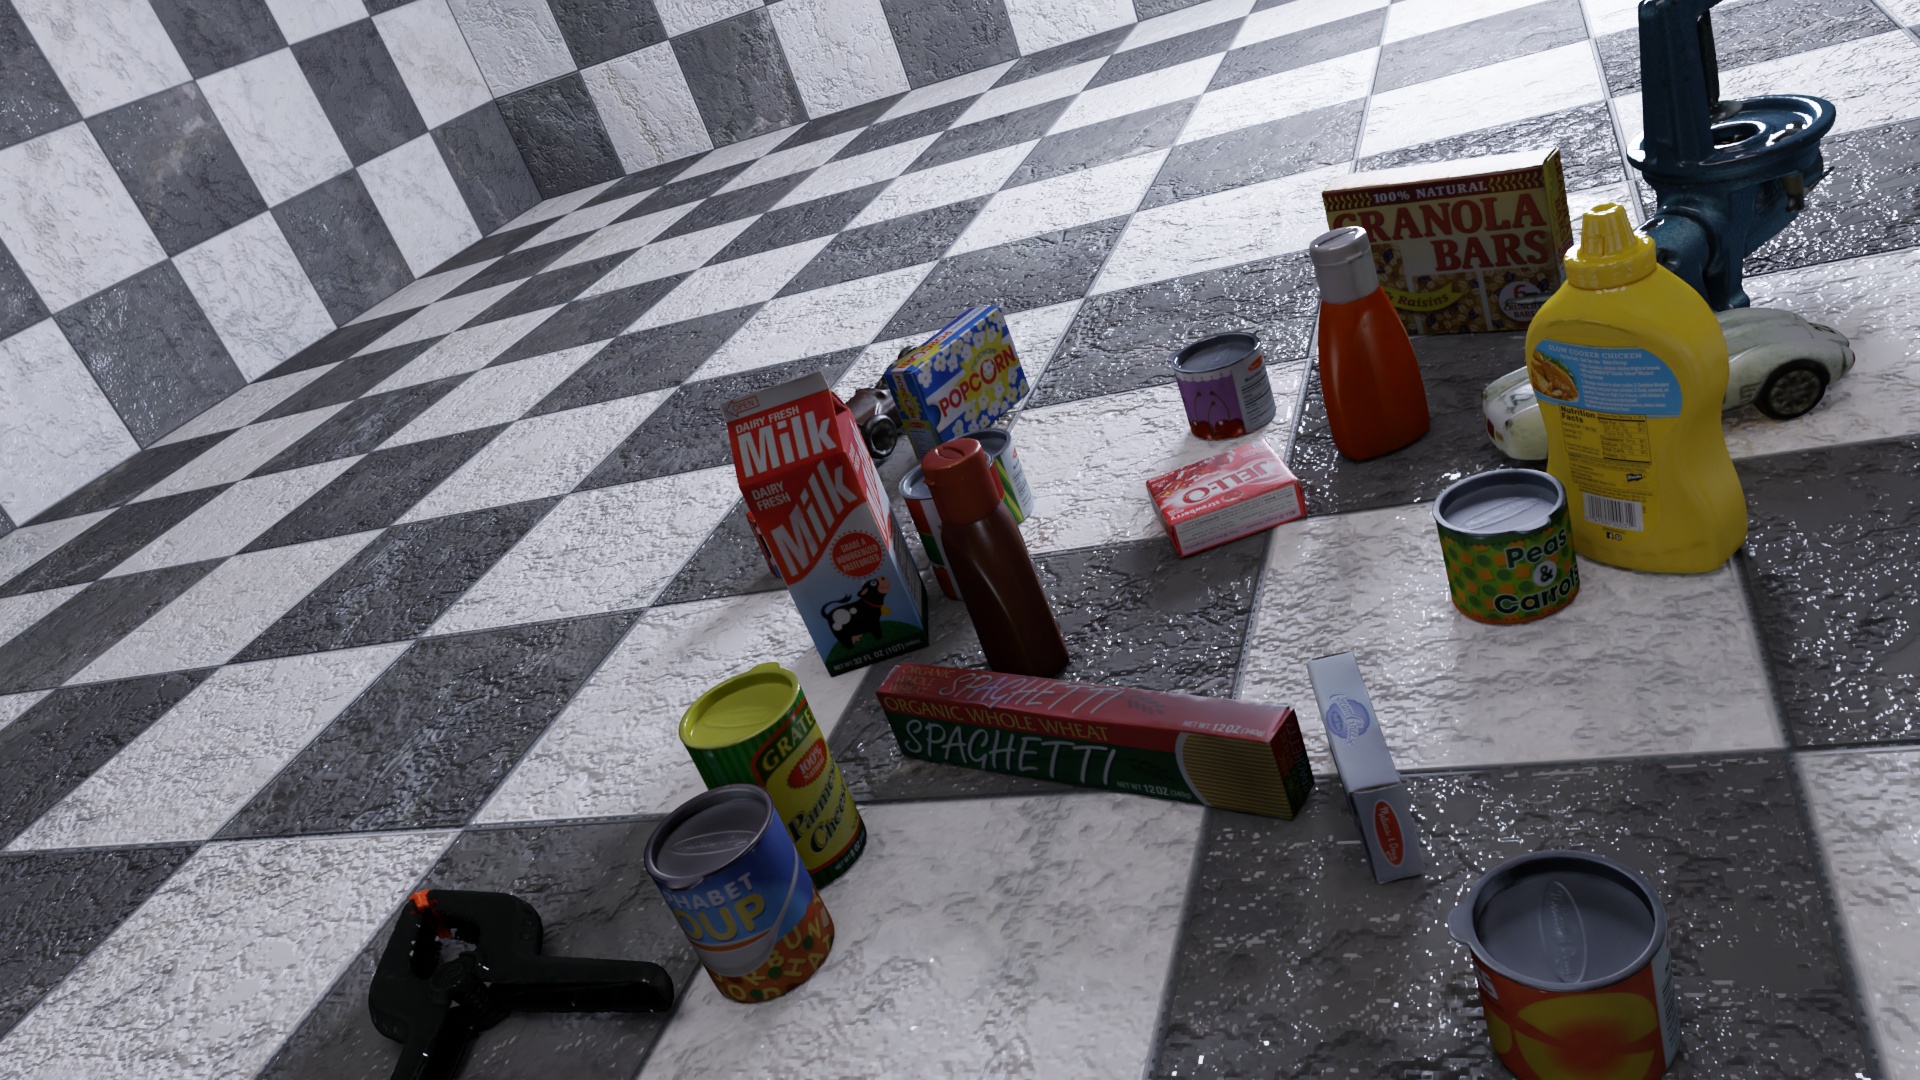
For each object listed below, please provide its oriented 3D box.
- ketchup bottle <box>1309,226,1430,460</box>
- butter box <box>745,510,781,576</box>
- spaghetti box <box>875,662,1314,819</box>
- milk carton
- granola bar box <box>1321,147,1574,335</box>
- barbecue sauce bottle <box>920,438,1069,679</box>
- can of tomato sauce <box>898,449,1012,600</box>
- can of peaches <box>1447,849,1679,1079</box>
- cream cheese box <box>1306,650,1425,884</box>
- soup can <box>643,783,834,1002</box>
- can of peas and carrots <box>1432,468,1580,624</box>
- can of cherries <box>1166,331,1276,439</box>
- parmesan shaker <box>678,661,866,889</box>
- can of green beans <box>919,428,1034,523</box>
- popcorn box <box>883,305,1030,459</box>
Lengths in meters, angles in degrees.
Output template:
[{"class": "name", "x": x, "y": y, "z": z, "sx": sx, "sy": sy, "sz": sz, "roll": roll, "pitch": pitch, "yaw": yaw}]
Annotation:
[{"class": "ketchup bottle", "x": 0.262, "y": -0.129, "z": 0.905, "sx": 0.065, "sy": 0.148, "sz": 0.044, "roll": -24, "pitch": 26, "yaw": -6}, {"class": "butter box", "x": -0.110, "y": -0.019, "z": 1.080, "sx": 0.104, "sy": 0.053, "sz": 0.024, "roll": -29, "pitch": 27, "yaw": -15}, {"class": "spaghetti box", "x": 0.060, "y": 0.101, "z": 0.727, "sx": 0.250, "sy": 0.050, "sz": 0.029, "roll": 2, "pitch": 34, "yaw": 39}, {"class": "milk carton", "x": -0.086, "y": -0.015, "z": 0.898, "sx": 0.072, "sy": 0.189, "sz": 0.074, "roll": -18, "pitch": 26, "yaw": 7}, {"class": "granola bar box", "x": 0.361, "y": -0.216, "z": 1.027, "sx": 0.165, "sy": 0.123, "sz": 0.039, "roll": 3, "pitch": 35, "yaw": 41}, {"class": "barbecue sauce bottle", "x": 0.018, "y": 0.013, "z": 0.815, "sx": 0.044, "sy": 0.148, "sz": 0.065, "roll": -31, "pitch": 27, "yaw": -19}, {"class": "can of tomato sauce", "x": 0.003, "y": -0.012, "z": 0.948, "sx": 0.071, "sy": 0.082, "sz": 0.071, "roll": -17, "pitch": 26, "yaw": 9}, {"class": "can of peaches", "x": 0.216, "y": 0.155, "z": 0.497, "sx": 0.071, "sy": 0.058, "sz": 0.071, "roll": -17, "pitch": 26, "yaw": 9}, {"class": "cream cheese box", "x": 0.183, "y": 0.101, "z": 0.632, "sx": 0.024, "sy": 0.053, "sz": 0.104, "roll": -16, "pitch": 26, "yaw": 11}, {"class": "soup can", "x": -0.107, "y": 0.173, "z": 0.673, "sx": 0.071, "sy": 0.083, "sz": 0.072, "roll": -17, "pitch": 26, "yaw": 9}, {"class": "can of peas and carrots", "x": 0.290, "y": 0.004, "z": 0.733, "sx": 0.071, "sy": 0.058, "sz": 0.071, "roll": -17, "pitch": 26, "yaw": 9}, {"class": "can of cherries", "x": 0.194, "y": -0.115, "z": 1.033, "sx": 0.071, "sy": 0.058, "sz": 0.072, "roll": -17, "pitch": 26, "yaw": 9}, {"class": "parmesan shaker", "x": -0.096, "y": 0.126, "z": 0.733, "sx": 0.071, "sy": 0.102, "sz": 0.071, "roll": -17, "pitch": 26, "yaw": 9}, {"class": "can of green beans", "x": 0.015, "y": -0.042, "z": 1.026, "sx": 0.071, "sy": 0.057, "sz": 0.071, "roll": -17, "pitch": 26, "yaw": 9}, {"class": "popcorn box", "x": -0.001, "y": -0.135, "z": 1.186, "sx": 0.038, "sy": 0.085, "sz": 0.127, "roll": 5, "pitch": 36, "yaw": 43}]
